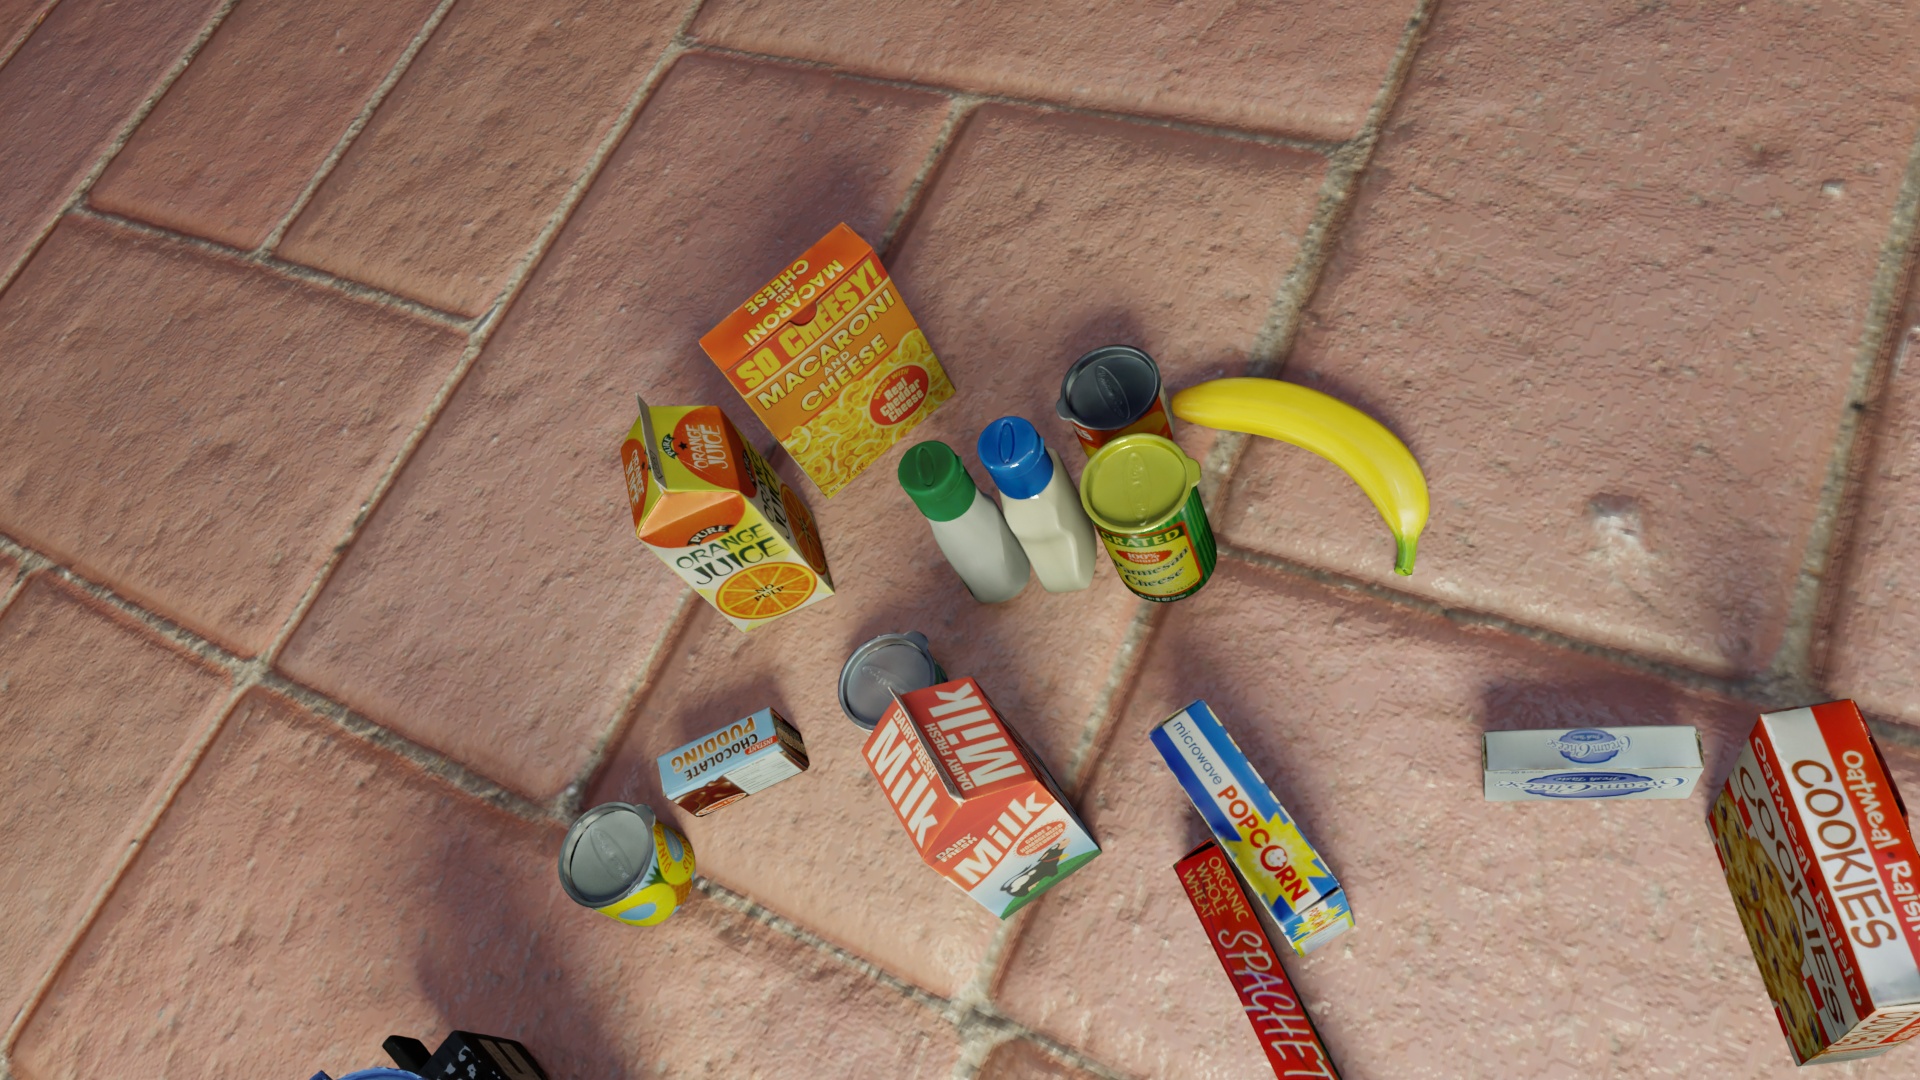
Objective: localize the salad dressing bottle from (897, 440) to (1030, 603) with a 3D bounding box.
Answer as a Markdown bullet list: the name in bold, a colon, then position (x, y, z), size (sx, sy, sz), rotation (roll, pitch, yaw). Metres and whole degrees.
- **salad dressing bottle**: position (0.003, -0.011, 0.861), size (0.044, 0.147, 0.064), rotation (-18, 58, 10)

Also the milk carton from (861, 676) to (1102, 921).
- **milk carton**: position (0.009, 0.138, 0.752), size (0.073, 0.190, 0.072), rotation (-35, 57, 0)

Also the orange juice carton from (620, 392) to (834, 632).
- **orange juice carton**: position (-0.157, -0.019, 0.897), size (0.073, 0.192, 0.072), rotation (-23, 58, 7)

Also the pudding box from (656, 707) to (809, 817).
- **pudding box**: position (-0.146, 0.143, 0.889), size (0.083, 0.049, 0.030), rotation (-25, 57, 6)

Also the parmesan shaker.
- **parmesan shaker**: position (0.119, -0.011, 0.845), size (0.071, 0.102, 0.071), rotation (-9, 60, 16)

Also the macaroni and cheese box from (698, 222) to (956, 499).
- **macaroni and cheese box**: position (-0.084, -0.116, 0.939), size (0.124, 0.166, 0.040), rotation (-41, 57, -4)

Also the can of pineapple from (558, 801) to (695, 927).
- **can of pineapple**: position (-0.207, 0.204, 0.874), size (0.071, 0.057, 0.071), rotation (-9, 60, 16)

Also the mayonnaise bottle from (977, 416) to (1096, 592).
- **mayonnaise bottle**: position (0.049, -0.024, 0.851), size (0.041, 0.147, 0.065), rotation (-7, 61, 17)

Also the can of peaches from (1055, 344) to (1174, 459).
- **can of peaches**: position (0.103, -0.085, 0.918), size (0.071, 0.058, 0.071), rotation (-9, 60, 16)

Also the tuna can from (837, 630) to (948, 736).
- **tuna can**: position (-0.040, 0.094, 0.888), size (0.071, 0.032, 0.071), rotation (-9, 60, 16)

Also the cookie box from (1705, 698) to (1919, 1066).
- **cookie box**: position (0.384, 0.157, 0.618), size (0.040, 0.167, 0.123), rotation (-13, 59, 13)

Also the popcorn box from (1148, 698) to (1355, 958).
- **popcorn box**: position (0.157, 0.155, 0.751), size (0.038, 0.085, 0.127), rotation (-34, 57, 0)

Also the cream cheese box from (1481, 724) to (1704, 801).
- **cream cheese box**: position (0.328, 0.117, 0.728), size (0.104, 0.053, 0.024), rotation (-5, 62, 18)

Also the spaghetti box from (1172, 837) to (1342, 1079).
- **spaghetti box**: position (0.176, 0.271, 0.702), size (0.028, 0.050, 0.251), rotation (-28, 57, 4)
